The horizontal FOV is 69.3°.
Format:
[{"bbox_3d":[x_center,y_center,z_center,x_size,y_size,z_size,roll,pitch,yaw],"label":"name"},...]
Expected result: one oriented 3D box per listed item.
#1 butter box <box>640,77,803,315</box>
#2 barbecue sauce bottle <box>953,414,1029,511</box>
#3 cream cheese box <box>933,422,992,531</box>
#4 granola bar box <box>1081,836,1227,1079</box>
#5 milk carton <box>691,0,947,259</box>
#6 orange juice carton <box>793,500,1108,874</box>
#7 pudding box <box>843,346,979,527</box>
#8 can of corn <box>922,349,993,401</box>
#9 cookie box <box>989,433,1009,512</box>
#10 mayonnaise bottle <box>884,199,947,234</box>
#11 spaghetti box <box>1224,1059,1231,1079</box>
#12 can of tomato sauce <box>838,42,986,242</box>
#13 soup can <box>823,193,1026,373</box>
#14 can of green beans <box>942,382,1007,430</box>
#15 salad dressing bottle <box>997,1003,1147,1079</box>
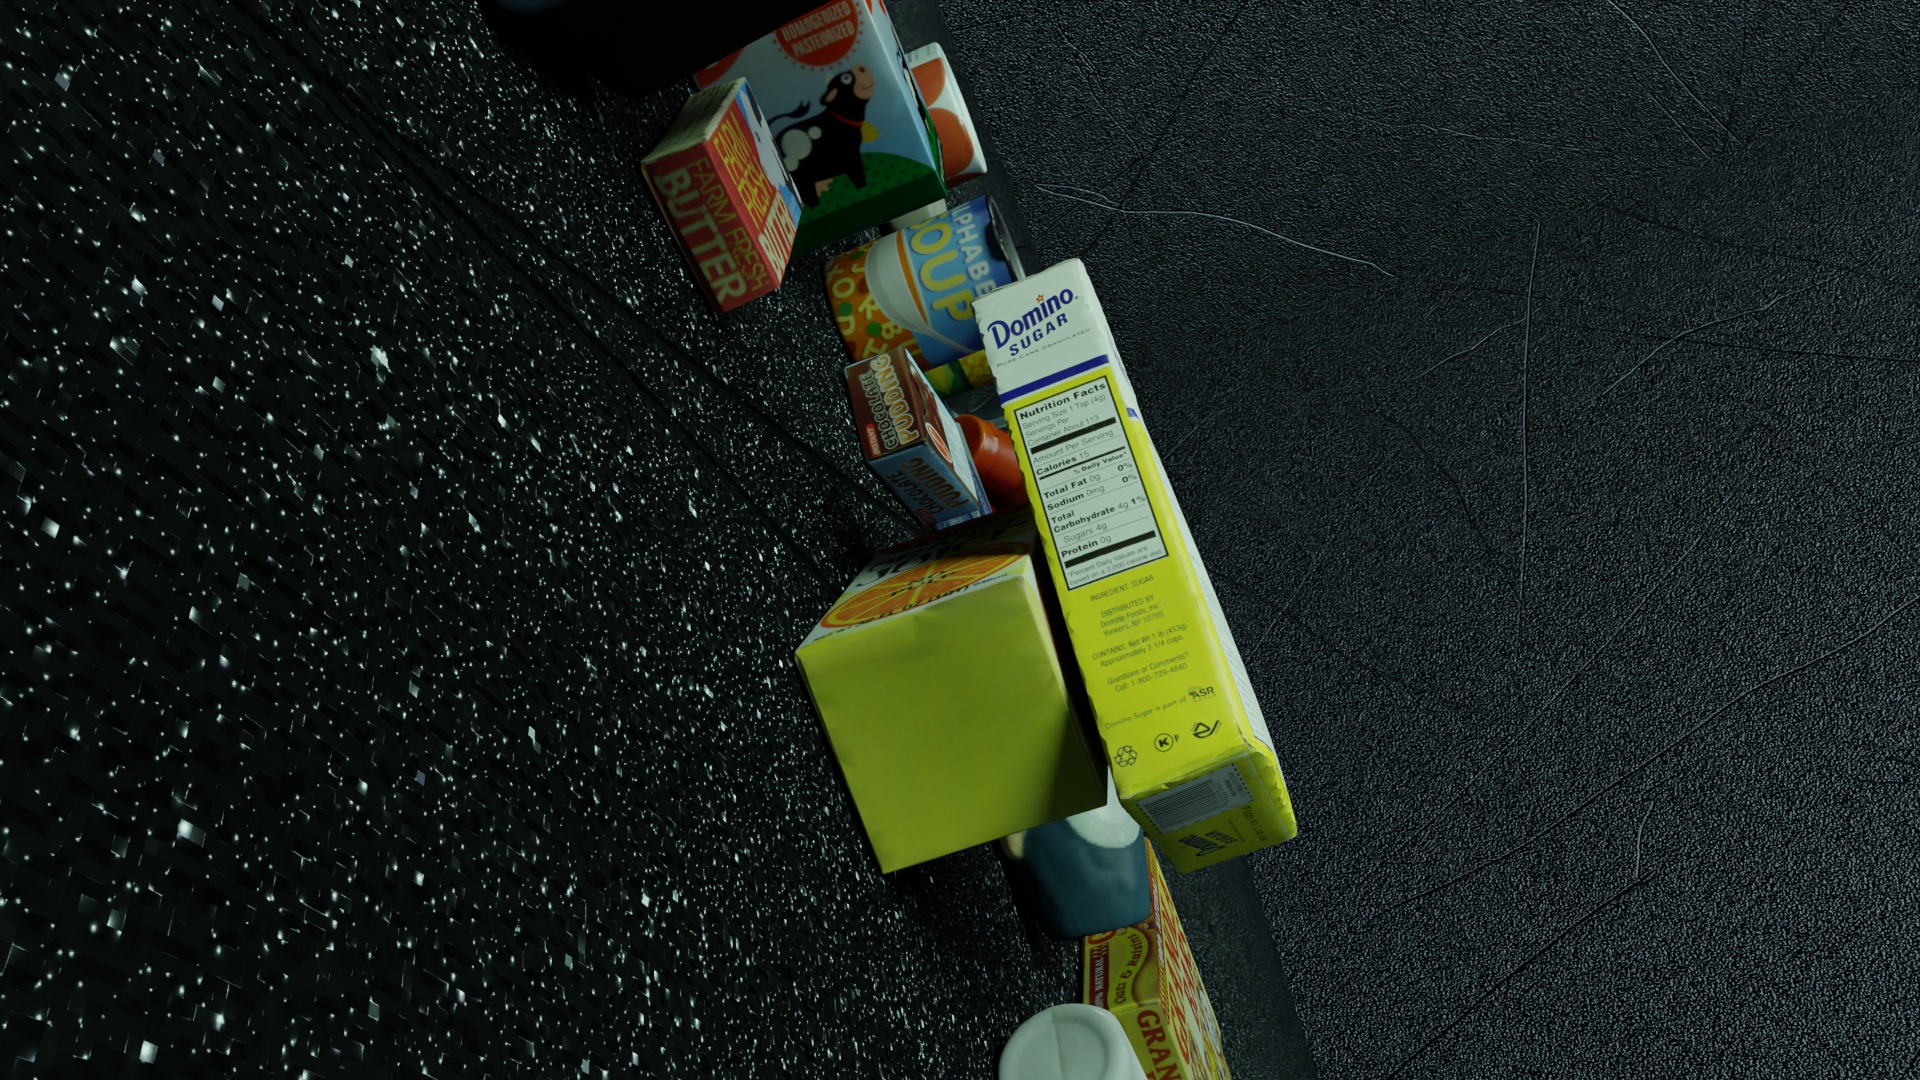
[{"bbox_3d":[-0.077,-0.118,0.466,0.104,0.024,0.053,-93,160,-61],"label":"butter box"},{"bbox_3d":[0.047,-0.027,0.784,0.148,0.043,0.065,27,31,-43],"label":"barbecue sauce bottle"},{"bbox_3d":[0.002,-0.009,0.697,0.053,0.024,0.103,-31,101,-82],"label":"cream cheese box"},{"bbox_3d":[0.096,0.237,0.676,0.166,0.039,0.124,-65,135,-77],"label":"granola bar box"},{"bbox_3d":[-0.074,-0.214,0.531,0.073,0.073,0.189,-93,161,-60],"label":"milk carton"},{"bbox_3d":[0.007,0.036,0.484,0.193,0.072,0.073,-60,130,-78],"label":"orange juice carton"},{"bbox_3d":[-0.021,-0.045,0.621,0.083,0.030,0.050,50,23,-64],"label":"pudding box"},{"bbox_3d":[-0.005,-0.115,0.769,0.071,0.058,0.071,-22,92,-81],"label":"can of corn"},{"bbox_3d":[0.060,0.028,0.902,0.123,0.040,0.166,-101,167,-45],"label":"cookie box"},{"bbox_3d":[-0.049,-0.233,0.822,0.147,0.041,0.065,48,22,-64],"label":"mayonnaise bottle"},{"bbox_3d":[0.132,0.335,0.711,0.250,0.028,0.050,-7,78,-81],"label":"spaghetti box"},{"bbox_3d":[-0.036,-0.191,0.669,0.071,0.083,0.071,-22,92,-81],"label":"can of tomato sauce"},{"bbox_3d":[-0.014,-0.115,0.641,0.071,0.084,0.071,-22,92,-81],"label":"soup can"},{"bbox_3d":[0.015,-0.109,0.849,0.071,0.071,0.058,60,13,-47],"label":"can of green beans"},{"bbox_3d":[0.057,0.220,0.477,0.064,0.044,0.147,-100,168,-56],"label":"salad dressing bottle"}]
